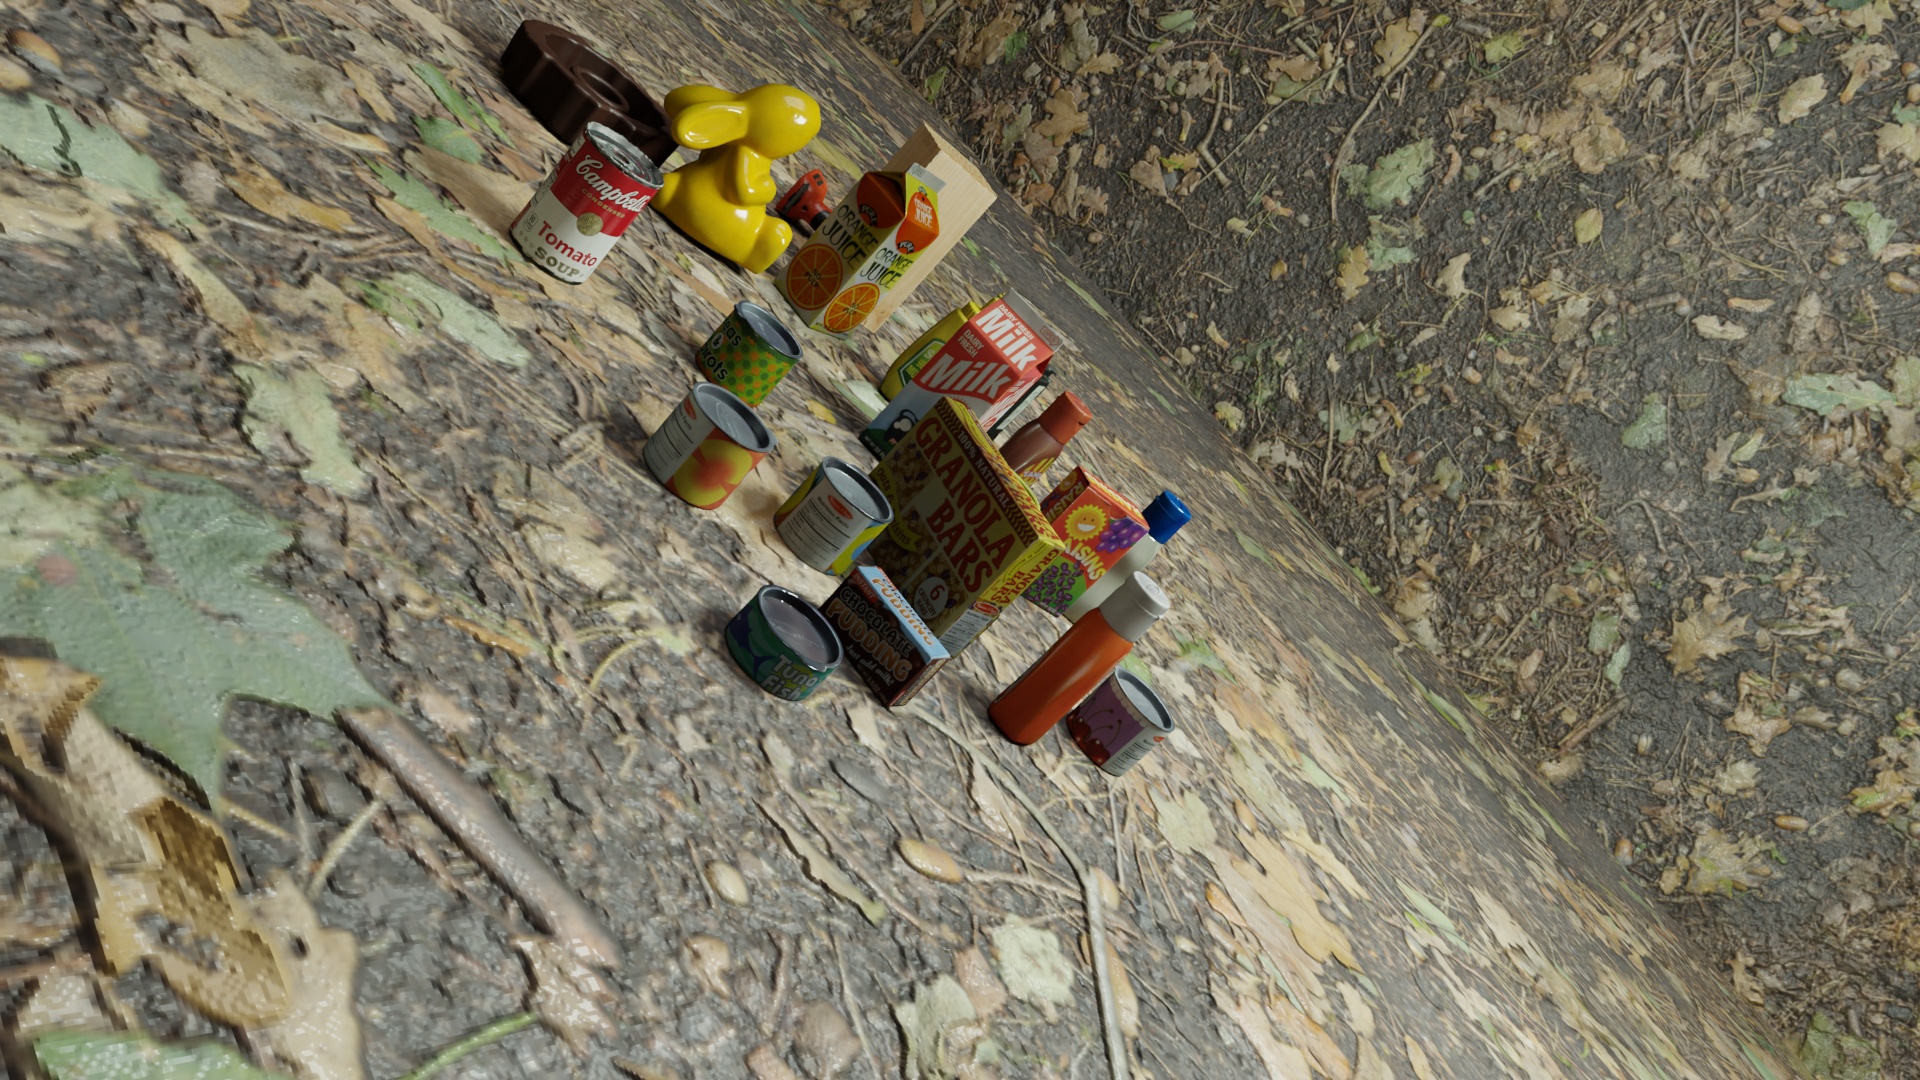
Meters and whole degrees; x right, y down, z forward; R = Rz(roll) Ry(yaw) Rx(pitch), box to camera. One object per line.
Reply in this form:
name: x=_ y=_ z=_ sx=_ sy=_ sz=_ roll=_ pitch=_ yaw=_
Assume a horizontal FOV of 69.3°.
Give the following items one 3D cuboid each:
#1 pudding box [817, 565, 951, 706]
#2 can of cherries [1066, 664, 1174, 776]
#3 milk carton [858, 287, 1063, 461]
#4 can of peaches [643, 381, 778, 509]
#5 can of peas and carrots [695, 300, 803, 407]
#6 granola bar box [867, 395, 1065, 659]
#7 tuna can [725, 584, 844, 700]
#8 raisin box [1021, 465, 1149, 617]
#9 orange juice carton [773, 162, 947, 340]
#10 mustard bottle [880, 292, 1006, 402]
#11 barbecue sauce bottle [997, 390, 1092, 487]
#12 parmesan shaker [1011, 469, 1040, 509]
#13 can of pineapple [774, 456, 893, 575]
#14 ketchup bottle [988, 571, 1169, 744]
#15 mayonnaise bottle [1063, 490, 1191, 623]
pudding box: x=-0.051 y=0.062 z=0.915 sx=0.084 sy=0.049 sz=0.030 roll=51 pitch=18 yaw=19
can of cherries: x=0.126 y=0.143 z=1.110 sx=0.071 sy=0.058 sz=0.072 roll=40 pitch=18 yaw=-15
milk carton: x=0.004 y=-0.136 z=1.255 sx=0.072 sy=0.190 sz=0.073 roll=47 pitch=17 yaw=7
can of peaches: x=-0.167 y=-0.062 z=0.928 sx=0.071 sy=0.058 sz=0.071 roll=40 pitch=18 yaw=-15
can of peas and carrots: x=-0.172 y=-0.150 z=1.116 sx=0.071 sy=0.058 sz=0.071 roll=40 pitch=18 yaw=-15
granola bar box: x=-0.008 y=-0.011 z=1.055 sx=0.039 sy=0.124 sz=0.166 roll=25 pitch=26 yaw=-47
tuna can: x=-0.104 y=0.063 z=0.826 sx=0.071 sy=0.032 sz=0.071 roll=39 pitch=18 yaw=-15
raisin box: x=0.097 y=0.002 z=1.259 sx=0.086 sy=0.123 sz=0.040 roll=33 pitch=20 yaw=-32
orange juice carton: x=-0.093 y=-0.302 z=1.412 sx=0.073 sy=0.192 sz=0.072 roll=52 pitch=18 yaw=22
mustard bottle: x=-0.011 y=-0.194 z=1.403 sx=0.065 sy=0.160 sz=0.049 roll=42 pitch=17 yaw=-7
barbecue sauce bottle: x=0.061 y=-0.078 z=1.319 sx=0.044 sy=0.148 sz=0.065 roll=52 pitch=18 yaw=22
parmesan shaker: x=0.004 y=-0.014 z=1.123 sx=0.071 sy=0.103 sz=0.071 roll=40 pitch=18 yaw=-15
can of pineapple: x=-0.090 y=-0.018 z=0.997 sx=0.071 sy=0.057 sz=0.071 roll=40 pitch=18 yaw=-15
ketchup bottle: x=0.088 y=0.085 z=1.007 sx=0.043 sy=0.148 sz=0.065 roll=49 pitch=18 yaw=14
mayonnaise bottle: x=0.154 y=0.016 z=1.310 sx=0.041 sy=0.147 sz=0.065 roll=42 pitch=17 yaw=-9
